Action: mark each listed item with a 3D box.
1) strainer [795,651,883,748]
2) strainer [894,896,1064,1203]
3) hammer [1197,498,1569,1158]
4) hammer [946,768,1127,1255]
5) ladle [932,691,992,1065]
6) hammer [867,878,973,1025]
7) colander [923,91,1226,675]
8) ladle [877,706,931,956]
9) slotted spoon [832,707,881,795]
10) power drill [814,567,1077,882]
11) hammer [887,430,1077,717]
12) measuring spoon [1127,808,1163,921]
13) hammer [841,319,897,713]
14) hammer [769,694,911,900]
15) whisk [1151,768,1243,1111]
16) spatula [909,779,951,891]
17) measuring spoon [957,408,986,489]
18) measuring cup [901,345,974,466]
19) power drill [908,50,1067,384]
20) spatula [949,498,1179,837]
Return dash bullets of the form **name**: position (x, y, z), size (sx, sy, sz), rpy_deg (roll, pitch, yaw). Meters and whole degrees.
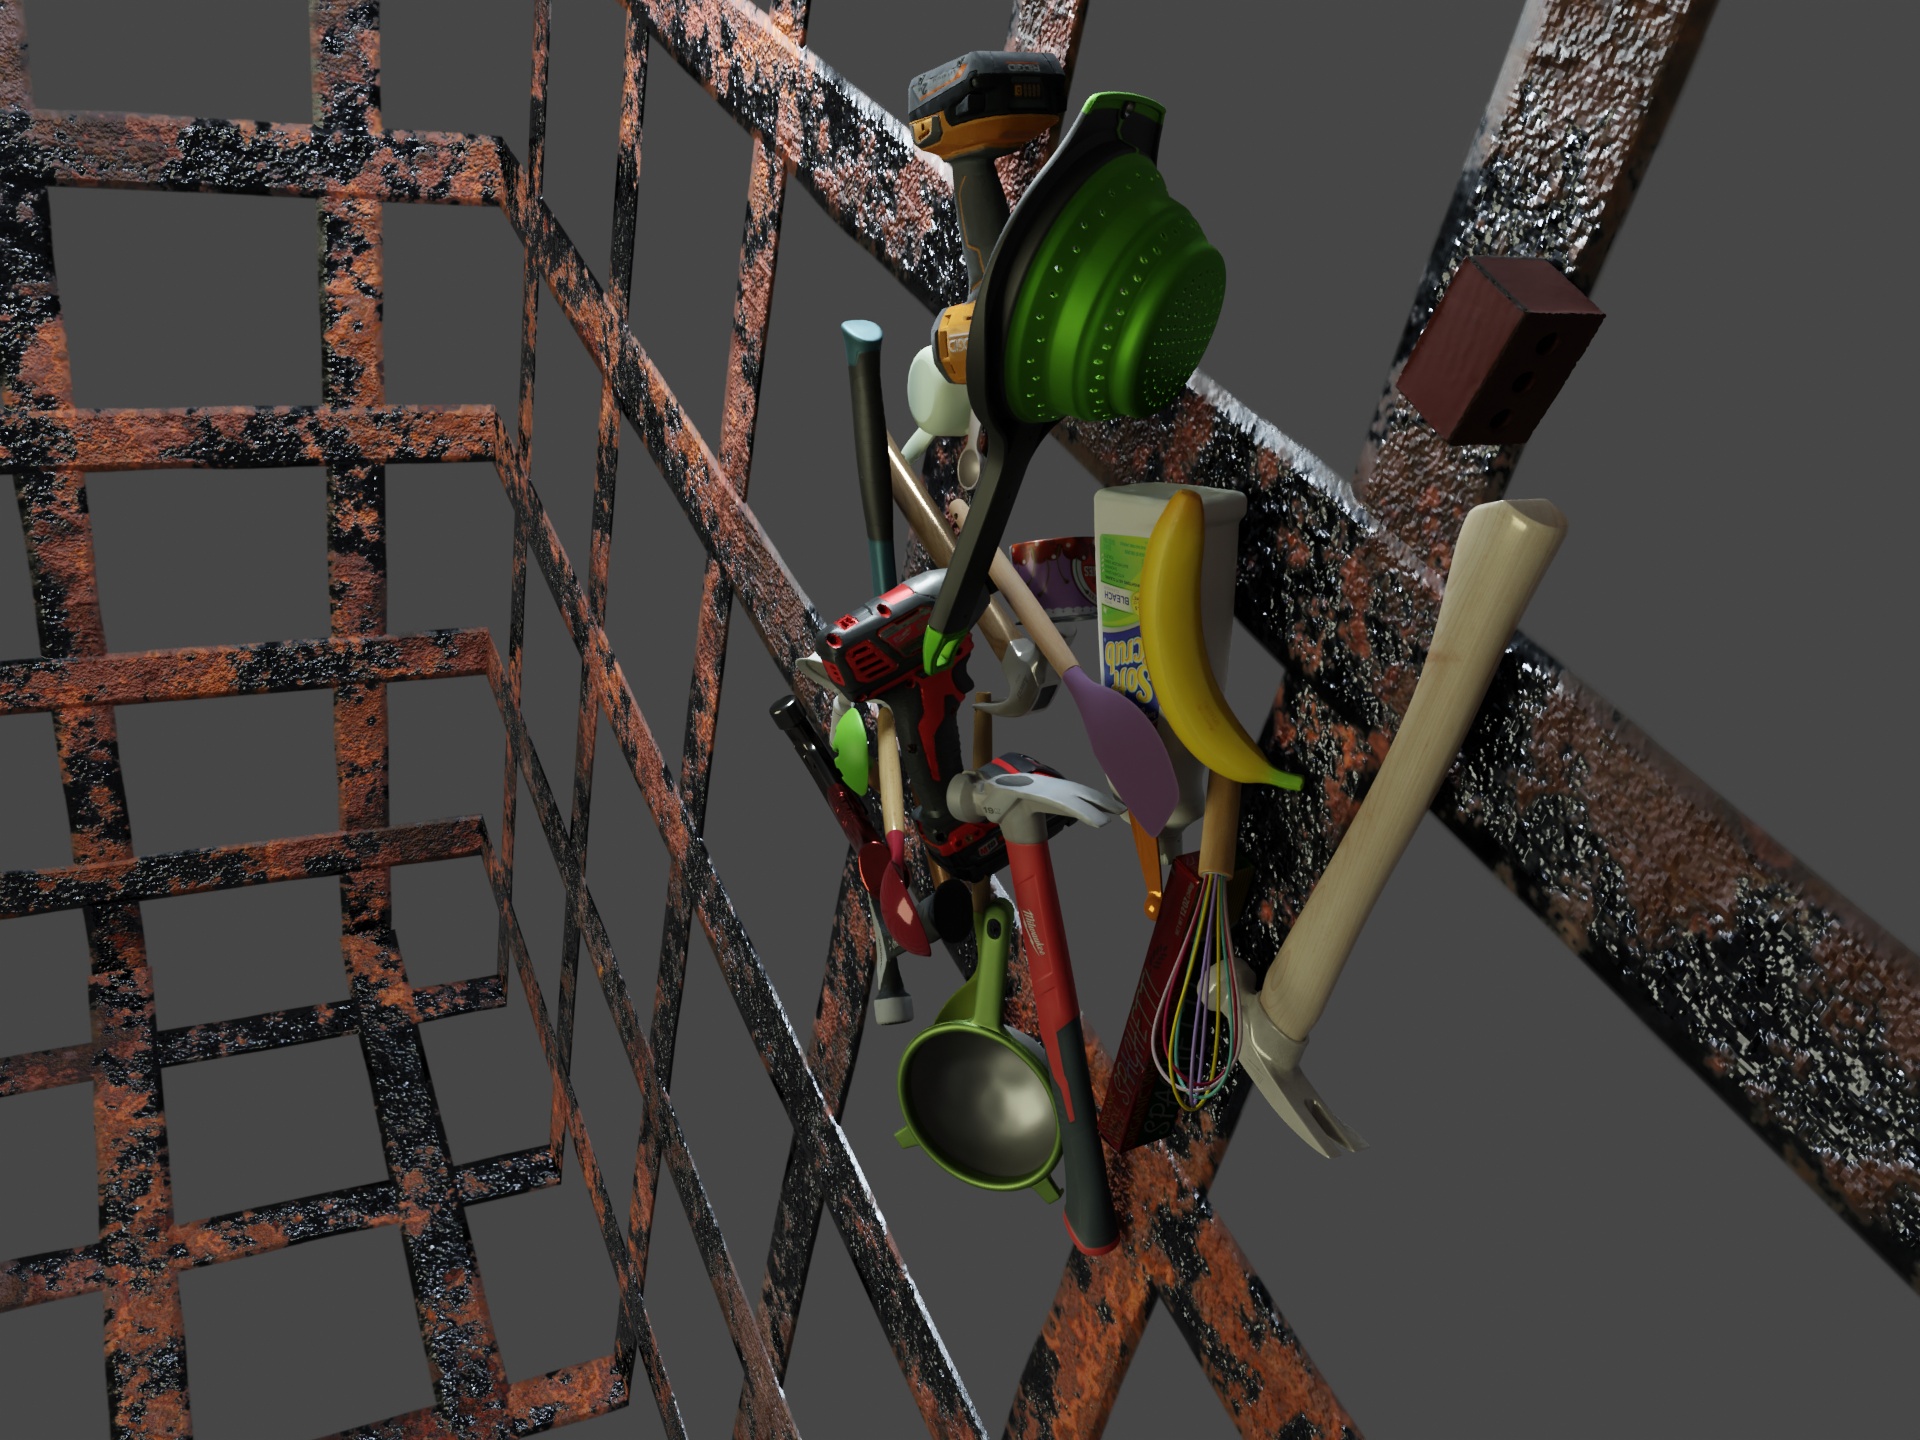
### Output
- **strainer**: position (-0.104, -0.019, 1.418), size (0.258, 0.087, 0.050), rpy_deg (108, -177, -69)
- **strainer**: position (0.032, 0.250, 1.271), size (0.151, 0.069, 0.256), rpy_deg (14, 112, 24)
- **hammer**: position (0.240, 0.065, 0.880), size (0.146, 0.038, 0.410), rpy_deg (55, 142, 42)
- **hammer**: position (0.084, 0.223, 1.148), size (0.143, 0.038, 0.386), rpy_deg (7, 116, 45)
- **ladle**: position (0.006, 0.135, 1.341), size (0.078, 0.062, 0.320), rpy_deg (-159, 69, -68)
- **hammer**: position (-0.039, 0.173, 1.333), size (0.409, 0.036, 0.149), rpy_deg (127, 137, -74)
- **colander**: position (0.073, -0.185, 1.015), size (0.094, 0.204, 0.397), rpy_deg (31, 118, 20)
- **ladle**: position (-0.051, 0.074, 1.235), size (0.316, 0.031, 0.069), rpy_deg (-100, -4, -58)
- **slotted spoon**: position (-0.080, 0.043, 1.375), size (0.313, 0.031, 0.070), rpy_deg (74, -173, -81)
- **power drill**: position (-0.002, -0.004, 1.179), size (0.219, 0.143, 0.079), rpy_deg (64, 166, -21)
- **hammer**: position (-0.009, -0.133, 1.313), size (0.332, 0.031, 0.130), rpy_deg (58, 145, 34)
- **measuring spoon**: position (0.119, 0.079, 1.045), size (0.021, 0.011, 0.117), rpy_deg (1, 107, 45)
- **hammer**: position (-0.068, -0.167, 1.340), size (0.128, 0.033, 0.330), rpy_deg (29, 128, 59)
- **hammer**: position (-0.096, 0.086, 1.400), size (0.149, 0.036, 0.359), rpy_deg (60, 175, -21)
- **whisk**: position (0.153, 0.115, 0.971), size (0.051, 0.047, 0.245), rpy_deg (145, 139, -61)
- **spatula**: position (-0.049, 0.035, 1.412), size (0.081, 0.041, 0.323), rpy_deg (114, 151, -45)
- **measuring spoon**: position (0.020, -0.246, 1.279), size (0.034, 0.018, 0.124), rpy_deg (31, 116, 54)
- **measuring cup**: position (-0.034, -0.256, 1.350), size (0.167, 0.038, 0.083), rpy_deg (-41, 59, 58)
- **power drill**: position (0.036, -0.358, 1.149), size (0.185, 0.084, 0.226), rpy_deg (16, 114, 60)
- **spatula**: position (0.065, -0.051, 1.080), size (0.316, 0.018, 0.059), rpy_deg (58, 139, 36)
